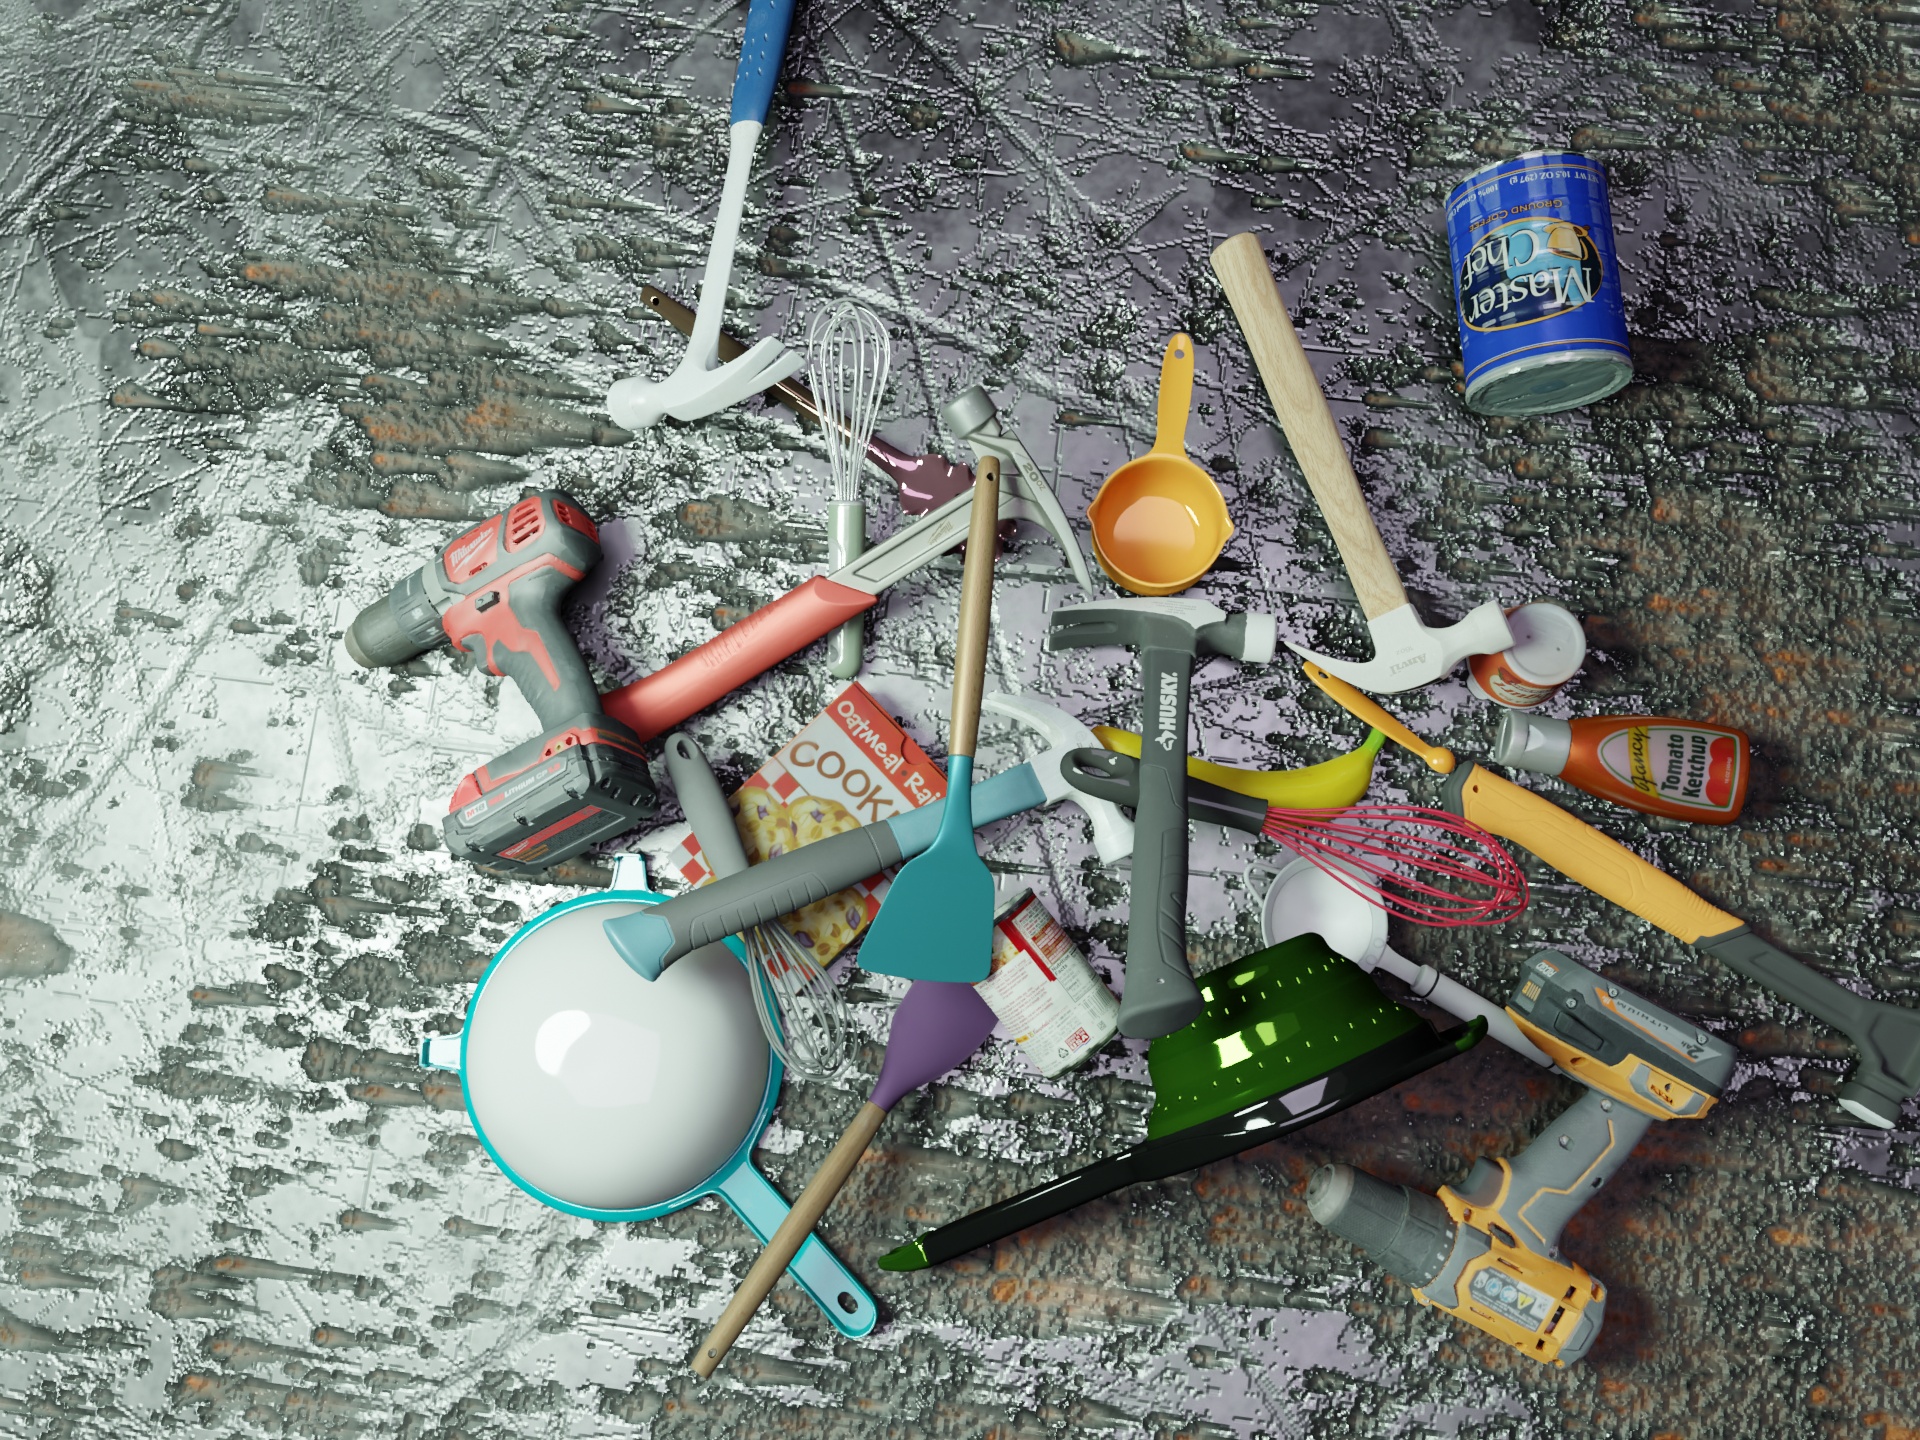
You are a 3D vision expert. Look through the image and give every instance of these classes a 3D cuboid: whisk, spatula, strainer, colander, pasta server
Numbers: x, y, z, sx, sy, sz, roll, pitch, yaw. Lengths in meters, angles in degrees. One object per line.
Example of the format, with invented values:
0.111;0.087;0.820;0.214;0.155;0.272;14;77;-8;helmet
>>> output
0.204;0.065;0.976;0.296;0.073;0.073;16;83;4;whisk
-0.064;0.261;0.979;0.060;0.018;0.316;36;69;2;spatula
0.285;0.162;1.006;0.258;0.050;0.087;30;76;0;strainer
-0.002;-0.003;0.954;0.082;0.044;0.317;8;81;-14;spatula
-0.128;0.112;0.986;0.055;0.055;0.239;-26;77;-2;whisk
-0.074;-0.149;1.037;0.059;0.058;0.246;-4;100;-34;whisk
0.108;0.221;0.948;0.397;0.204;0.094;-28;76;16;colander
-0.093;-0.206;1.074;0.316;0.040;0.060;35;103;8;pasta server
-0.176;0.255;0.980;0.211;0.095;0.340;-44;81;-4;strainer

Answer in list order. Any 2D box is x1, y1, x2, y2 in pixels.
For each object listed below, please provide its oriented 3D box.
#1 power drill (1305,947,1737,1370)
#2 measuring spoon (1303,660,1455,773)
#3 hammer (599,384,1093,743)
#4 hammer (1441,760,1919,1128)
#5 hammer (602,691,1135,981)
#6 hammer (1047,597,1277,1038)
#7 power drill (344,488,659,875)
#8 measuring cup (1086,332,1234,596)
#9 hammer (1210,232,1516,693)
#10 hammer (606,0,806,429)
0.332;0.252;0.955;0.185;0.084;0.226;28;94;-1;power drill
0.273;-0.005;1.035;0.117;0.011;0.021;38;46;14;measuring spoon
-0.098;-0.058;1.020;0.359;0.037;0.149;-31;99;9;hammer
0.464;0.116;1.008;0.337;0.034;0.127;31;85;6;hammer
-0.053;0.080;0.971;0.331;0.033;0.128;-21;82;-19;hammer
0.114;0.042;0.934;0.146;0.035;0.335;6;44;4;hammer
-0.298;-0.018;1.010;0.188;0.080;0.227;-27;66;15;power drill
0.135;-0.166;1.054;0.095;0.052;0.174;7;80;3;measuring cup
0.236;-0.172;1.045;0.130;0.031;0.331;-26;74;23;hammer
-0.141;-0.390;1.071;0.144;0.035;0.406;-3;71;34;hammer
